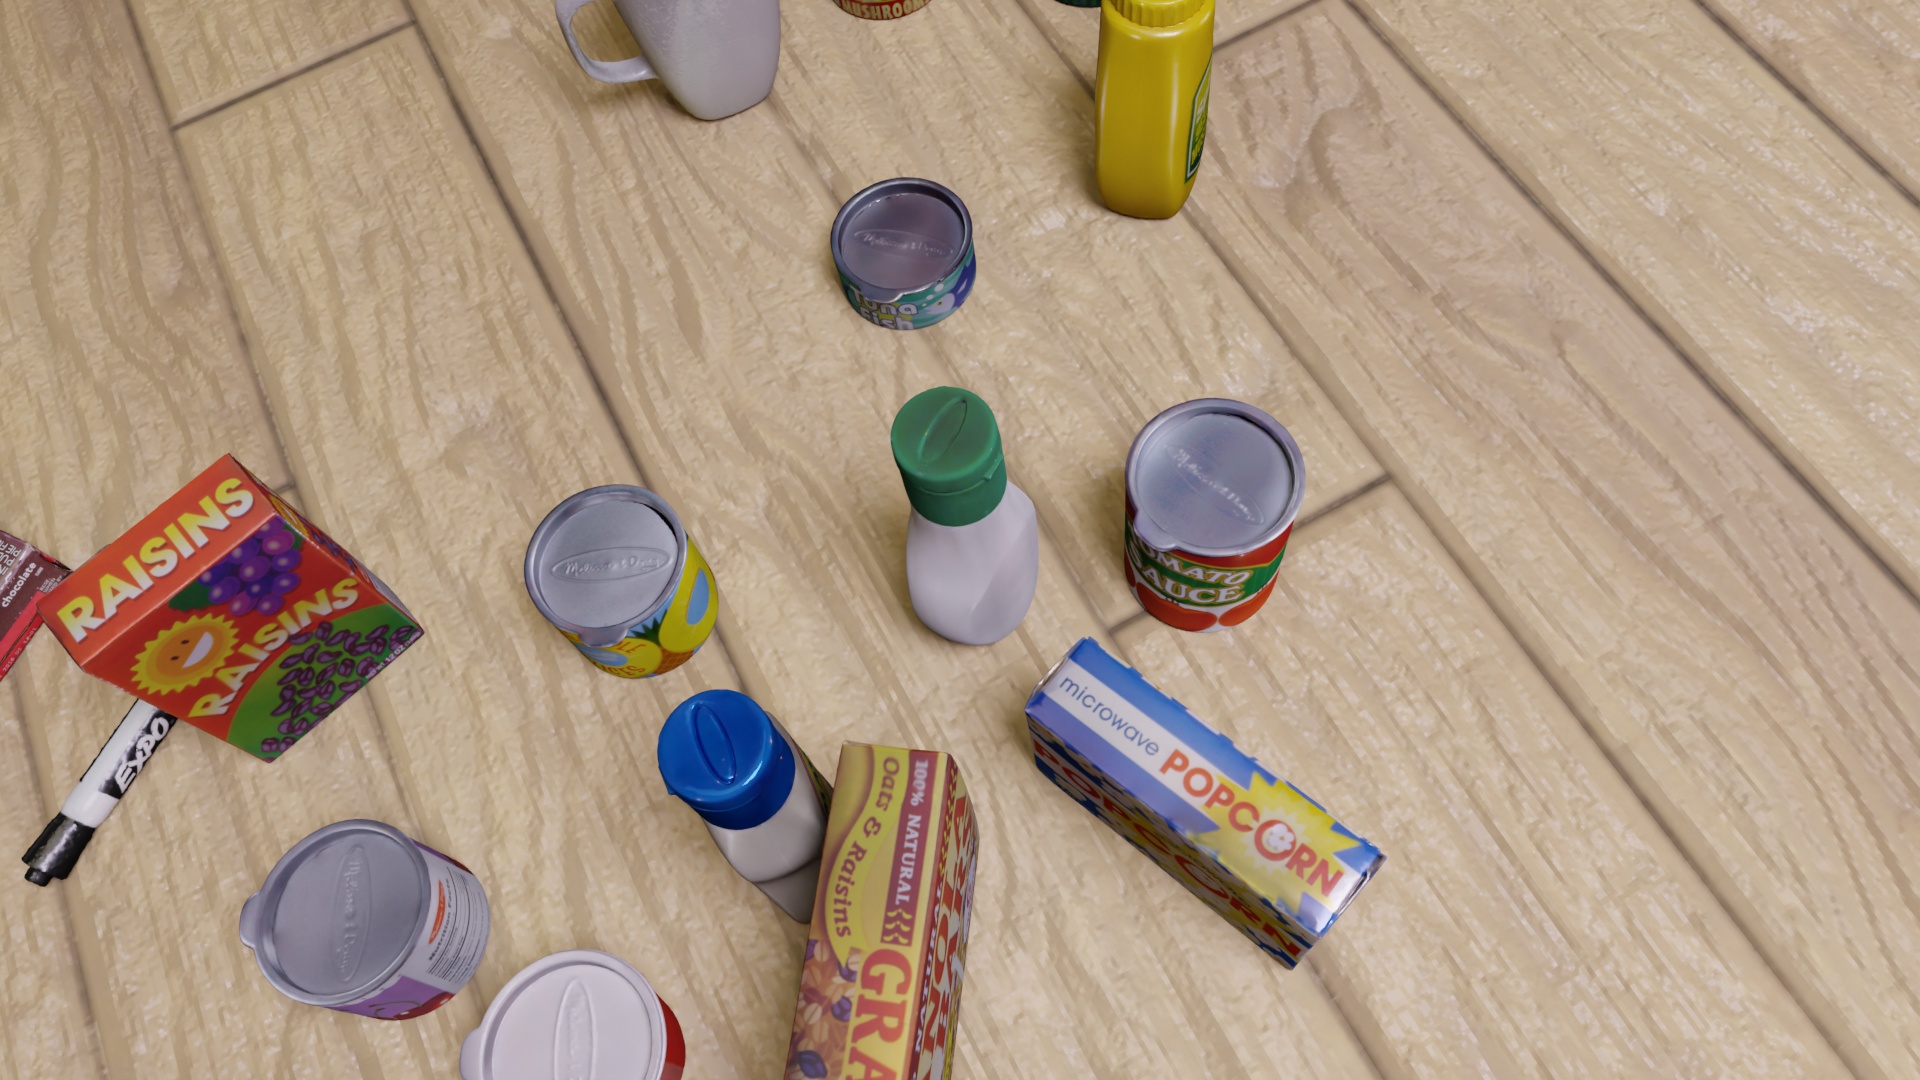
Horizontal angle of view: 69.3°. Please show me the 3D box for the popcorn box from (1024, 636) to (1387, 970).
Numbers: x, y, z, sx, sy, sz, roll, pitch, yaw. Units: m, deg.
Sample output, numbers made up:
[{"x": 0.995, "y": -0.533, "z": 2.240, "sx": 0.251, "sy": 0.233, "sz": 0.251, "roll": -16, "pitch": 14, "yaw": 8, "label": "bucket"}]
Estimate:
[{"x": 0.084, "y": 0.096, "z": 0.505, "sx": 0.127, "sy": 0.085, "sz": 0.038, "roll": 36, "pitch": 74, "yaw": 19, "label": "popcorn box"}]

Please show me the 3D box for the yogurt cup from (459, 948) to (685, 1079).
[{"x": -0.133, "y": 0.186, "z": 0.501, "sx": 0.072, "sy": 0.053, "sz": 0.072, "roll": -2, "pitch": 65, "yaw": 5, "label": "yogurt cup"}]

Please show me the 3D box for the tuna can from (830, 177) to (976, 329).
[{"x": -0.026, "y": -0.132, "z": 0.650, "sx": 0.071, "sy": 0.032, "sz": 0.071, "roll": -2, "pitch": 65, "yaw": 5, "label": "tuna can"}]

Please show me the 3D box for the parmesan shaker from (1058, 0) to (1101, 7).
[{"x": 0.067, "y": -0.331, "z": 0.695, "sx": 0.071, "sy": 0.102, "sz": 0.071, "roll": -2, "pitch": 65, "yaw": 5, "label": "parmesan shaker"}]

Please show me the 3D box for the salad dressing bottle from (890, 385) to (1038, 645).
[{"x": 0.002, "y": -0.007, "z": 0.526, "sx": 0.044, "sy": 0.147, "sz": 0.064, "roll": 26, "pitch": 71, "yaw": 16, "label": "salad dressing bottle"}]

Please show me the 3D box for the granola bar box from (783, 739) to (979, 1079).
[{"x": -0.025, "y": 0.164, "z": 0.462, "sx": 0.039, "sy": 0.123, "sz": 0.166, "roll": 5, "pitch": 66, "yaw": 8, "label": "granola bar box"}]

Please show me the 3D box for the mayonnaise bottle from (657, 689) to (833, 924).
[{"x": -0.067, "y": 0.092, "z": 0.487, "sx": 0.041, "sy": 0.147, "sz": 0.065, "roll": -26, "pitch": 66, "yaw": -6, "label": "mayonnaise bottle"}]

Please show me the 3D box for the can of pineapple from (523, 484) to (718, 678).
[{"x": -0.140, "y": 0.020, "z": 0.577, "sx": 0.071, "sy": 0.057, "sz": 0.071, "roll": -2, "pitch": 65, "yaw": 5, "label": "can of pineapple"}]

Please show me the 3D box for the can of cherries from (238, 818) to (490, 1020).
[{"x": -0.224, "y": 0.145, "z": 0.527, "sx": 0.071, "sy": 0.058, "sz": 0.072, "roll": -2, "pitch": 65, "yaw": 5, "label": "can of cherries"}]

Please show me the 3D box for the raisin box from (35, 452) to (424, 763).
[{"x": -0.282, "y": 0.030, "z": 0.550, "sx": 0.086, "sy": 0.123, "sz": 0.040, "roll": -42, "pitch": 68, "yaw": -13, "label": "raisin box"}]

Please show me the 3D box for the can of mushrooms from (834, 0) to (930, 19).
[{"x": -0.041, "y": -0.309, "z": 0.734, "sx": 0.071, "sy": 0.033, "sz": 0.071, "roll": -2, "pitch": 65, "yaw": 5, "label": "can of mushrooms"}]

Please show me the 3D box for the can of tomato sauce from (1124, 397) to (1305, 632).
[{"x": 0.097, "y": -0.006, "z": 0.552, "sx": 0.071, "sy": 0.082, "sz": 0.071, "roll": -2, "pitch": 65, "yaw": 5, "label": "can of tomato sauce"}]

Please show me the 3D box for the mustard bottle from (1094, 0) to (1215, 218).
[{"x": 0.085, "y": -0.209, "z": 0.605, "sx": 0.049, "sy": 0.159, "sz": 0.065, "roll": 12, "pitch": 67, "yaw": 11, "label": "mustard bottle"}]
